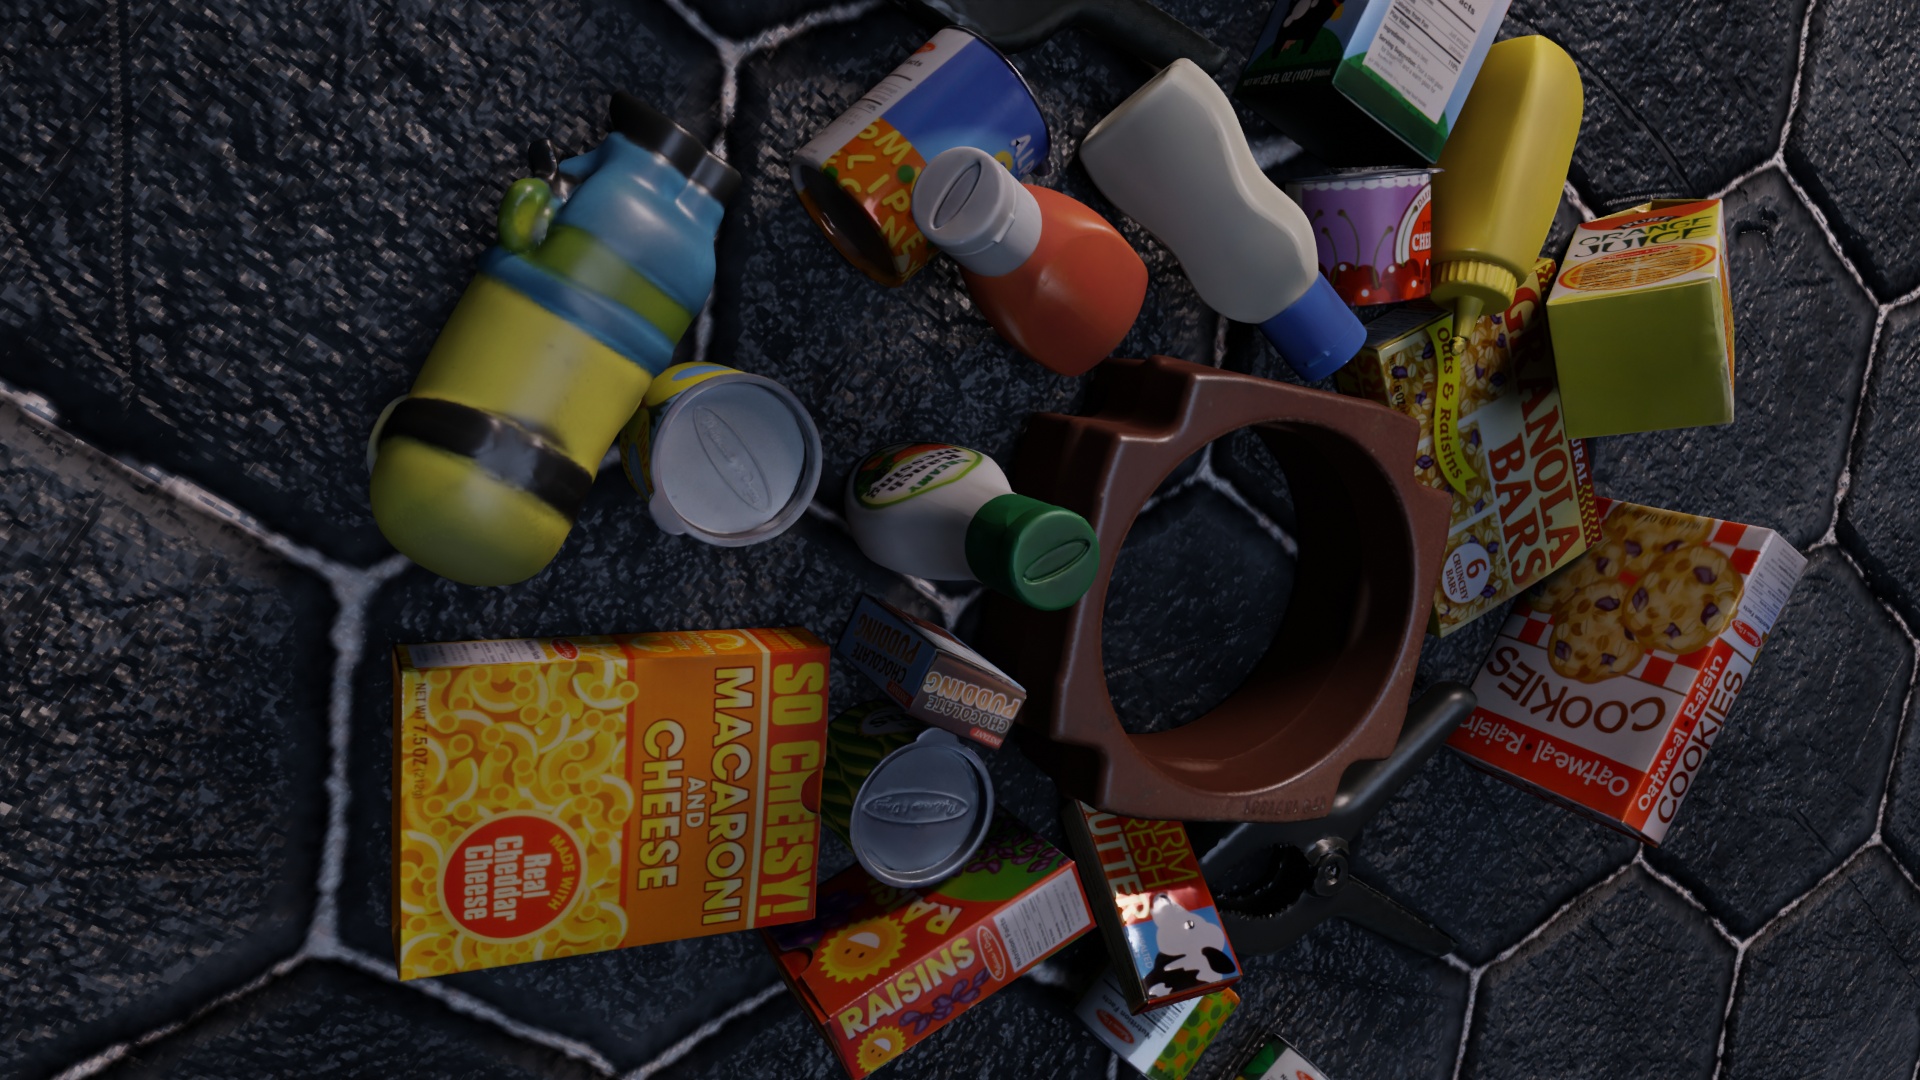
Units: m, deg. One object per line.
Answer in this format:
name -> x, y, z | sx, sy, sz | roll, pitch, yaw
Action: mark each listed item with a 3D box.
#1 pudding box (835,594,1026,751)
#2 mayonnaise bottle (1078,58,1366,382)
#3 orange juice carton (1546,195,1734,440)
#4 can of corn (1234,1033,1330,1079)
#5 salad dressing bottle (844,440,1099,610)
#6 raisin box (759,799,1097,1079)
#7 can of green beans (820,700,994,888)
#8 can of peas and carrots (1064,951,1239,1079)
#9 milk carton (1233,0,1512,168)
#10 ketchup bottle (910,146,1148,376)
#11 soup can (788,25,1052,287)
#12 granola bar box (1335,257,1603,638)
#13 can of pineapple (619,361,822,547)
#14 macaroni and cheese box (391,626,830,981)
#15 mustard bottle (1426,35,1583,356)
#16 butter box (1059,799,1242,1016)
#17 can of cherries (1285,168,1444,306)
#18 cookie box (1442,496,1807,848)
pudding box -> -0.013, 0.054, 0.587 | 0.049, 0.084, 0.030 | 27, 92, -29
mayonnaise bottle -> 0.120, -0.135, 0.611 | 0.148, 0.064, 0.041 | 47, 38, -15
orange juice carton -> 0.352, -0.121, 0.710 | 0.194, 0.073, 0.071 | -43, 122, -52
can of corn -> 0.175, 0.312, 0.746 | 0.058, 0.071, 0.071 | -44, 116, -11
salad dressing bottle -> 0.002, -0.007, 0.544 | 0.064, 0.148, 0.044 | -27, 112, -19
raisin box -> -0.016, 0.169, 0.608 | 0.124, 0.086, 0.040 | -28, 114, -19
can of green beans -> -0.027, 0.109, 0.605 | 0.071, 0.058, 0.071 | -6, 104, -25
can of peas and carrots -> 0.096, 0.230, 0.690 | 0.071, 0.071, 0.059 | 44, 80, -27
milk carton -> 0.209, -0.273, 0.634 | 0.073, 0.072, 0.190 | 25, 90, -28
ketchup bottle -> 0.029, -0.111, 0.549 | 0.064, 0.043, 0.149 | -55, 157, 8
soup can -> -0.014, -0.149, 0.552 | 0.084, 0.071, 0.071 | -44, 116, -11
granola bar box -> 0.269, -0.050, 0.730 | 0.124, 0.039, 0.165 | -27, 112, -19
can of pineapple -> -0.096, -0.034, 0.541 | 0.071, 0.058, 0.071 | -6, 103, -25
macaroni and cheese box -> -0.138, 0.101, 0.559 | 0.167, 0.040, 0.123 | -1, 102, -26
mustard bottle -> 0.255, -0.161, 0.671 | 0.049, 0.065, 0.160 | 22, 78, -29
butter box -> 0.089, 0.166, 0.659 | 0.053, 0.024, 0.104 | -5, 59, -24
can of cherries -> 0.190, -0.143, 0.652 | 0.072, 0.071, 0.058 | -11, 106, -24
cookie box -> 0.352, 0.064, 0.747 | 0.040, 0.123, 0.167 | 31, 87, -28
